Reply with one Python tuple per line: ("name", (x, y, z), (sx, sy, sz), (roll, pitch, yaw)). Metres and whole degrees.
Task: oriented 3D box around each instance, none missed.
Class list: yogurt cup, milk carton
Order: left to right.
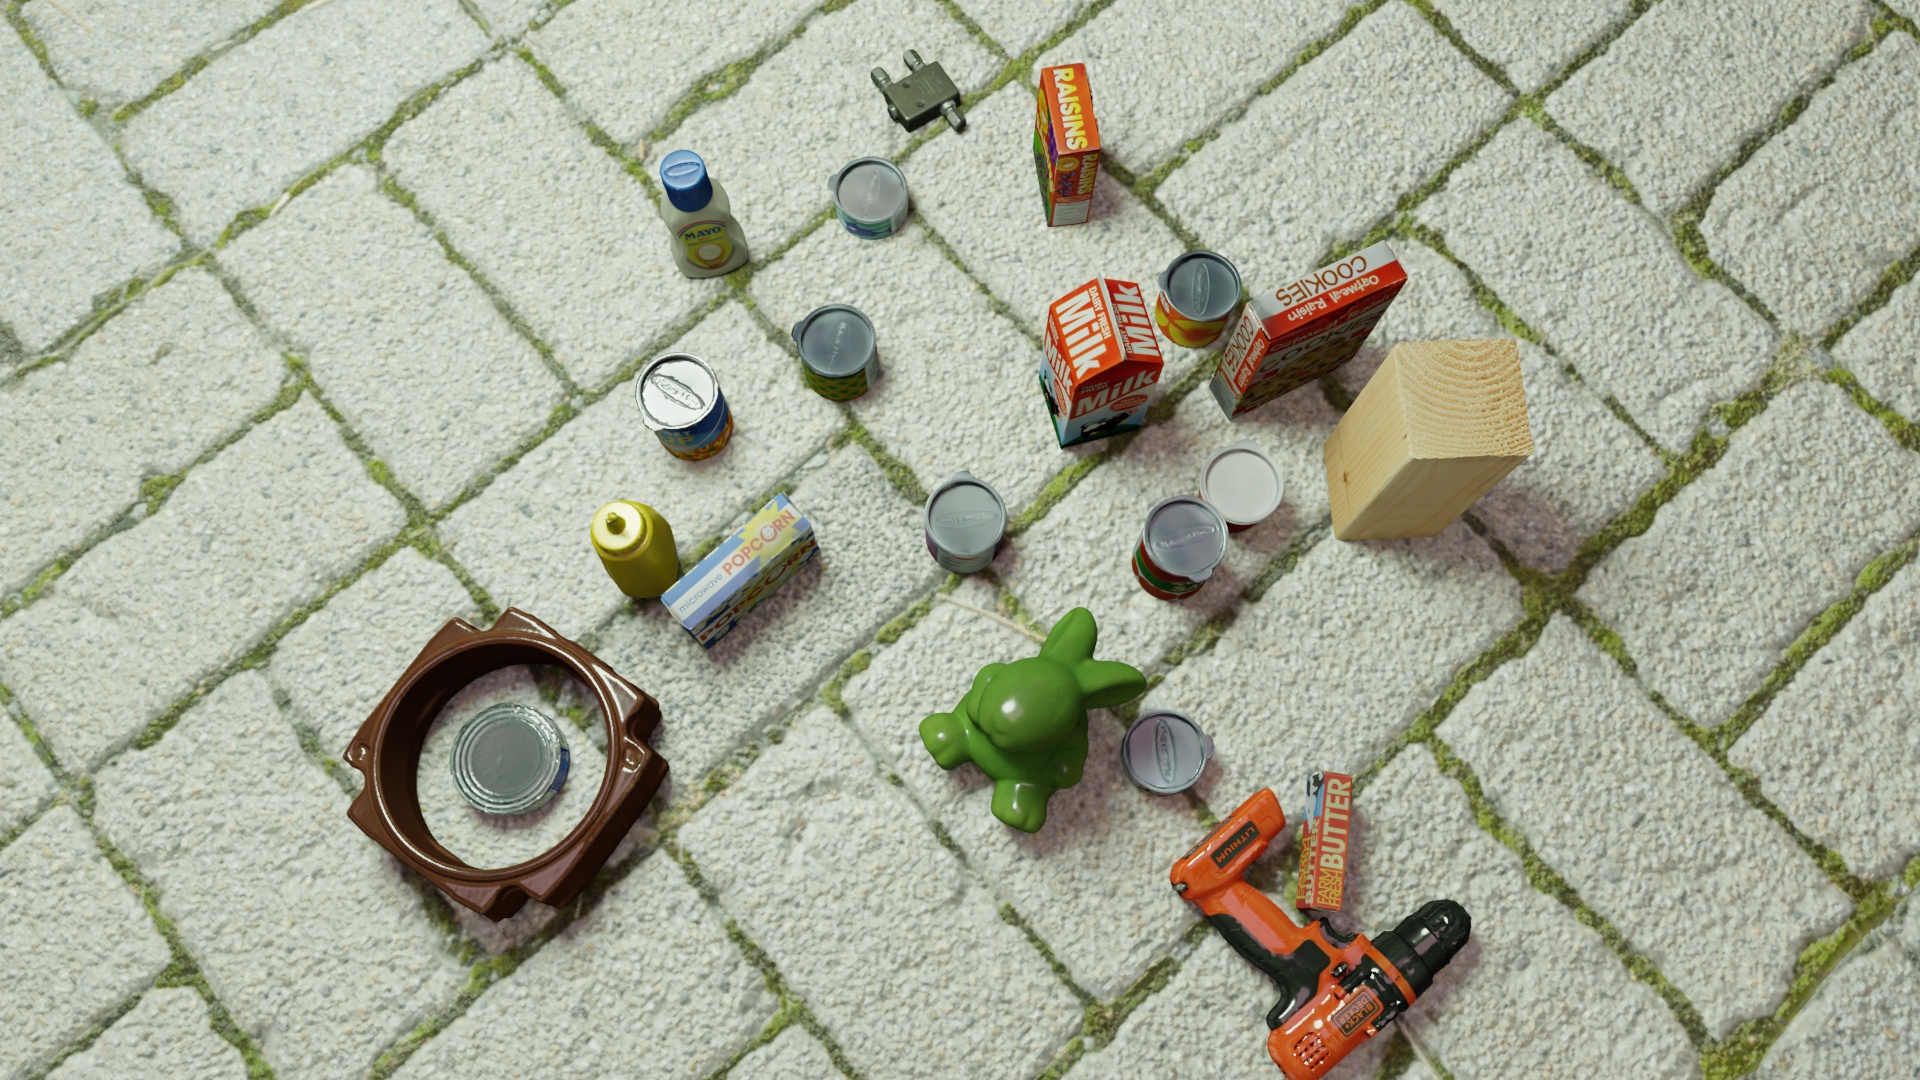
("milk carton", (0.110, -0.142, 1.100), (0.073, 0.190, 0.072), (-15, 75, -4))
("yogurt cup", (0.227, -0.039, 1.141), (0.072, 0.053, 0.072), (0, 74, 0))

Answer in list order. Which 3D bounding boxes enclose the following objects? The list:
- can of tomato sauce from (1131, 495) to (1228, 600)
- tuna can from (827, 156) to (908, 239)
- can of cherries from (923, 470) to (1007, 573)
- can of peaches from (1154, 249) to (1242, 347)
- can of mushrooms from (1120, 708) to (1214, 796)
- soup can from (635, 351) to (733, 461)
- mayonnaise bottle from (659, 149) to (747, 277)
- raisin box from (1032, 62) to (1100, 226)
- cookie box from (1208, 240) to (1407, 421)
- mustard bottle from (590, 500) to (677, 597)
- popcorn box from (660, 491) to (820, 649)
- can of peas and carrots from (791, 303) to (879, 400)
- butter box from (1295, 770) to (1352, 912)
("can of tomato sauce", (0.175, 0.009, 1.111), (0.071, 0.083, 0.071), (0, 74, 0))
("tuna can", (-0.081, -0.303, 1.228), (0.071, 0.032, 0.071), (0, 74, 0))
("can of cherries", (0.004, -0.014, 1.130), (0.071, 0.058, 0.071), (0, 74, 0))
("can of peaches", (0.200, -0.206, 1.188), (0.071, 0.058, 0.071), (0, 74, 0))
("can of mushrooms", (0.162, 0.167, 1.091), (0.071, 0.033, 0.071), (0, 74, 0))
("soup can", (-0.227, -0.107, 1.142), (0.071, 0.083, 0.071), (0, 74, 0))
("mayonnaise bottle", (-0.219, -0.270, 1.157), (0.065, 0.147, 0.041), (-15, 75, -4))
("raisin box", (0.091, -0.337, 1.192), (0.040, 0.123, 0.086), (-8, 74, -2))
("cookie box", (0.276, -0.165, 1.120), (0.123, 0.167, 0.040), (-26, 76, -7))
("mustard bottle", (-0.254, 0.000, 1.071), (0.049, 0.159, 0.065), (-6, 74, -2))
("popcorn box", (-0.172, 0.026, 1.103), (0.127, 0.085, 0.038), (-42, 78, -11))
("can of peas and carrots", (-0.105, -0.158, 1.171), (0.071, 0.058, 0.071), (0, 74, 0))
("butter box", (0.278, 0.231, 1.062), (0.024, 0.053, 0.104), (9, 74, 2))
